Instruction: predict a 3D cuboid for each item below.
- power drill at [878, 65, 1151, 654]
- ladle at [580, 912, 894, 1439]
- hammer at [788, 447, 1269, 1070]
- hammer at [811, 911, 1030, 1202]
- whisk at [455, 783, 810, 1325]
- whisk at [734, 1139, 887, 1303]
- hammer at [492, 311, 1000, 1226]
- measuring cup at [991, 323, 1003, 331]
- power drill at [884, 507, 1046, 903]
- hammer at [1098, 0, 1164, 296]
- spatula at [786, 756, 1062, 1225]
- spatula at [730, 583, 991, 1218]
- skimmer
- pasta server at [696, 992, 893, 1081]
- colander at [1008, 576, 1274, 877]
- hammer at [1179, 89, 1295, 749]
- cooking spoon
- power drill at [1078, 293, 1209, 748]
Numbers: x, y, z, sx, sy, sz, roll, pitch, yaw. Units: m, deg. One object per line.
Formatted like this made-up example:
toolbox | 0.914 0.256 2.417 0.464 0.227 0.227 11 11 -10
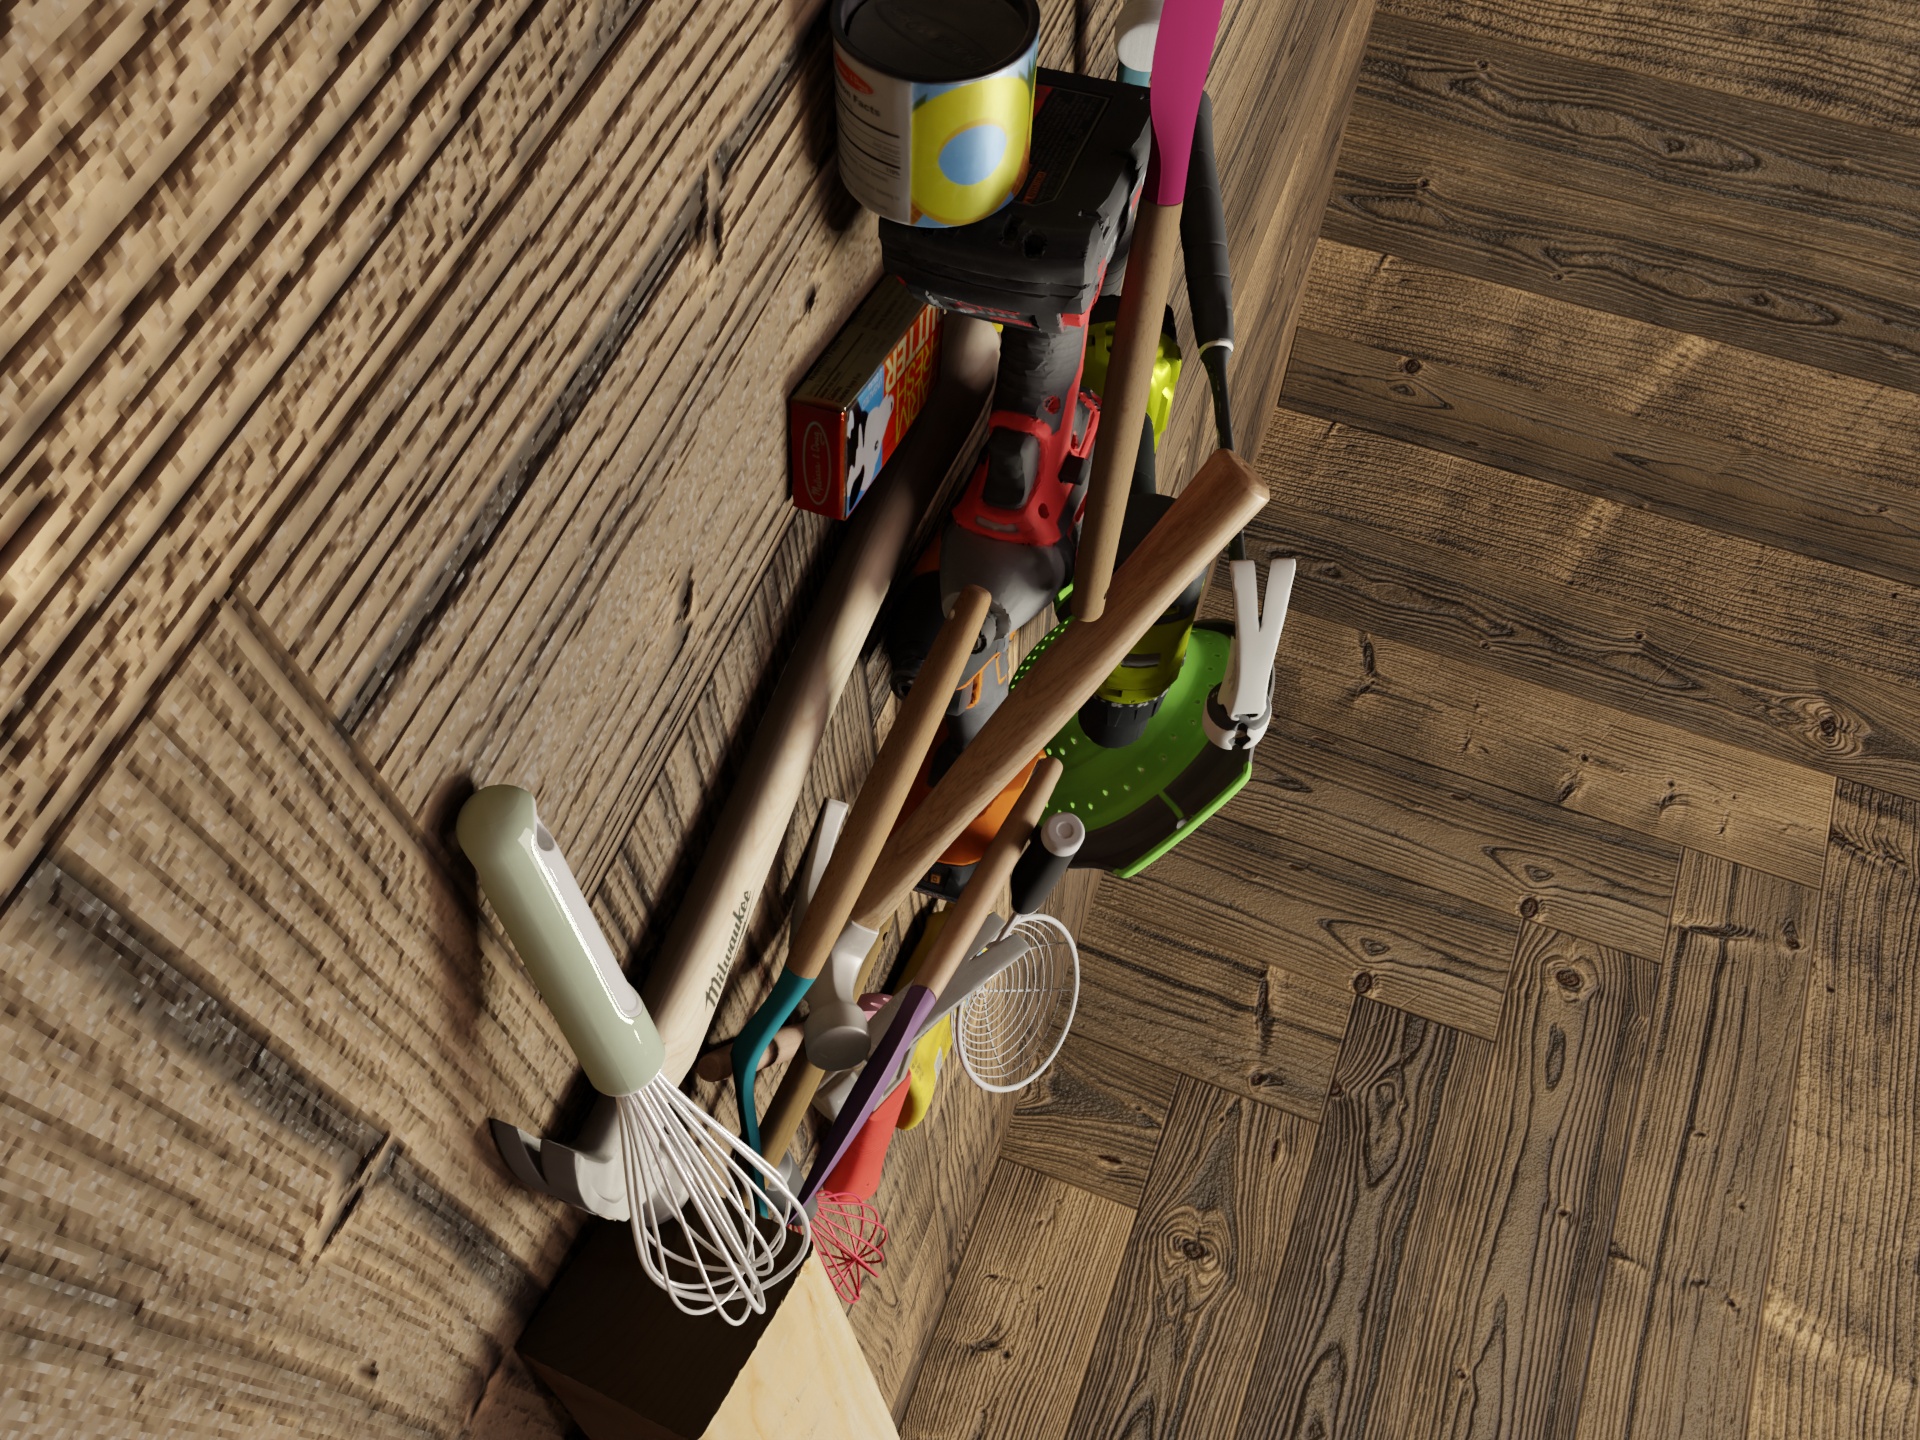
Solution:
power drill | 0.025 -0.135 0.643 0.219 0.078 0.143 88 22 -53
ladle | -0.106 0.233 0.786 0.315 0.031 0.069 -63 163 -16
hammer | 0.020 0.009 0.728 0.331 0.031 0.130 -50 -148 23
hammer | -0.045 0.242 1.021 0.149 0.037 0.358 -38 162 -25
whisk | -0.101 0.113 0.502 0.058 0.059 0.246 -113 -174 -52
whisk | -0.096 0.306 0.988 0.295 0.073 0.073 76 33 -59
hammer | -0.068 -0.002 0.648 0.146 0.038 0.411 78 31 -67
measuring cup | 0.032 -0.223 0.782 0.062 0.029 0.156 -63 176 22
power drill | -0.001 -0.003 0.879 0.164 0.084 0.226 -60 160 -46
hammer | 0.087 -0.304 0.879 0.330 0.033 0.128 92 3 -68
spatula | -0.008 0.118 0.797 0.316 0.018 0.059 -57 179 -45
spatula | -0.049 0.087 0.684 0.317 0.044 0.082 -65 -157 17
skimmer | 0.056 0.145 0.993 0.127 0.090 0.363 -53 172 -24
pasta server | -0.082 0.182 0.886 0.060 0.040 0.316 -46 168 3
colander | 0.087 -0.046 1.116 0.204 0.094 0.397 -41 -156 12
hammer | 0.144 -0.198 0.895 0.149 0.036 0.409 83 5 -64
cooking spoon | 0.068 -0.164 0.572 0.069 0.017 0.318 -62 165 -47
power drill | 0.090 -0.112 0.923 0.190 0.080 0.229 94 -6 -58
